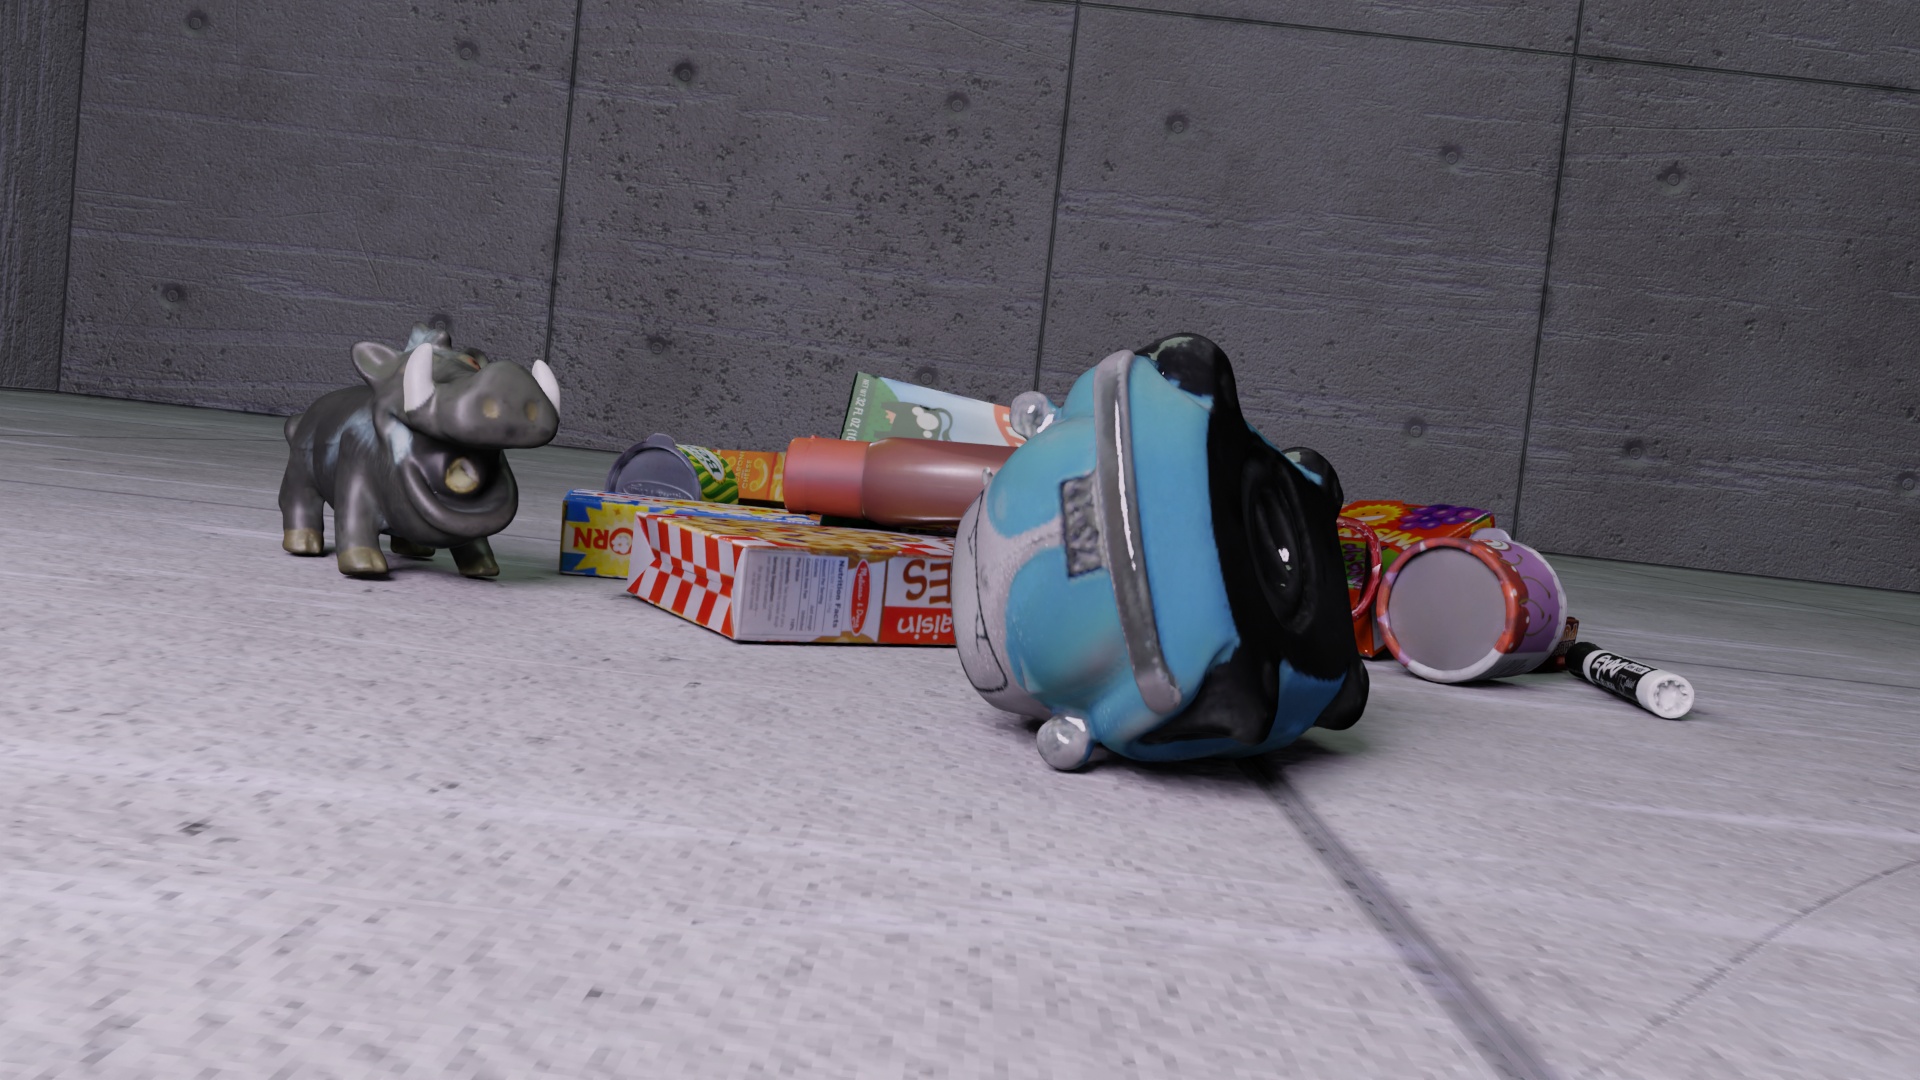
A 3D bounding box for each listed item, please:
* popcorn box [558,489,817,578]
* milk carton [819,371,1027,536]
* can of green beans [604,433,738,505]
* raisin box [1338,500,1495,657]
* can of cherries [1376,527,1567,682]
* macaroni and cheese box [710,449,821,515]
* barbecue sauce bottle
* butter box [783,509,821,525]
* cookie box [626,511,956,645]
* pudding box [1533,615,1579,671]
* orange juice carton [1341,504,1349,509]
[{"bbox_3d":[-0.143,-0.001,0.727,0.127,0.038,0.085,6,5,-14],"label":"popcorn box"},{"bbox_3d":[0.026,-0.020,0.733,0.191,0.073,0.073,13,-38,-5],"label":"milk carton"},{"bbox_3d":[-0.182,-0.029,0.880,0.071,0.071,0.058,7,3,15],"label":"can of green beans"},{"bbox_3d":[0.214,0.016,0.735,0.124,0.040,0.086,-23,19,-37],"label":"raisin box"},{"bbox_3d":[0.234,0.029,0.639,0.058,0.071,0.071,2,5,-45],"label":"can of cherries"},{"bbox_3d":[-0.106,-0.034,1.051,0.166,0.040,0.123,5,-10,30],"label":"macaroni and cheese box"},{"bbox_3d":[-0.006,-0.025,0.644,0.148,0.043,0.065,5,2,7],"label":"barbecue sauce bottle"},{"bbox_3d":[-0.116,-0.005,0.953,0.053,0.024,0.103,7,4,8],"label":"butter box"},{"bbox_3d":[-0.044,0.016,0.608,0.168,0.040,0.123,4,4,-33],"label":"cookie box"},{"bbox_3d":[0.276,0.048,0.738,0.050,0.030,0.083,5,4,-40],"label":"pudding box"},{"bbox_3d":[0.263,-0.002,1.159,0.193,0.073,0.072,6,3,-7],"label":"orange juice carton"}]
